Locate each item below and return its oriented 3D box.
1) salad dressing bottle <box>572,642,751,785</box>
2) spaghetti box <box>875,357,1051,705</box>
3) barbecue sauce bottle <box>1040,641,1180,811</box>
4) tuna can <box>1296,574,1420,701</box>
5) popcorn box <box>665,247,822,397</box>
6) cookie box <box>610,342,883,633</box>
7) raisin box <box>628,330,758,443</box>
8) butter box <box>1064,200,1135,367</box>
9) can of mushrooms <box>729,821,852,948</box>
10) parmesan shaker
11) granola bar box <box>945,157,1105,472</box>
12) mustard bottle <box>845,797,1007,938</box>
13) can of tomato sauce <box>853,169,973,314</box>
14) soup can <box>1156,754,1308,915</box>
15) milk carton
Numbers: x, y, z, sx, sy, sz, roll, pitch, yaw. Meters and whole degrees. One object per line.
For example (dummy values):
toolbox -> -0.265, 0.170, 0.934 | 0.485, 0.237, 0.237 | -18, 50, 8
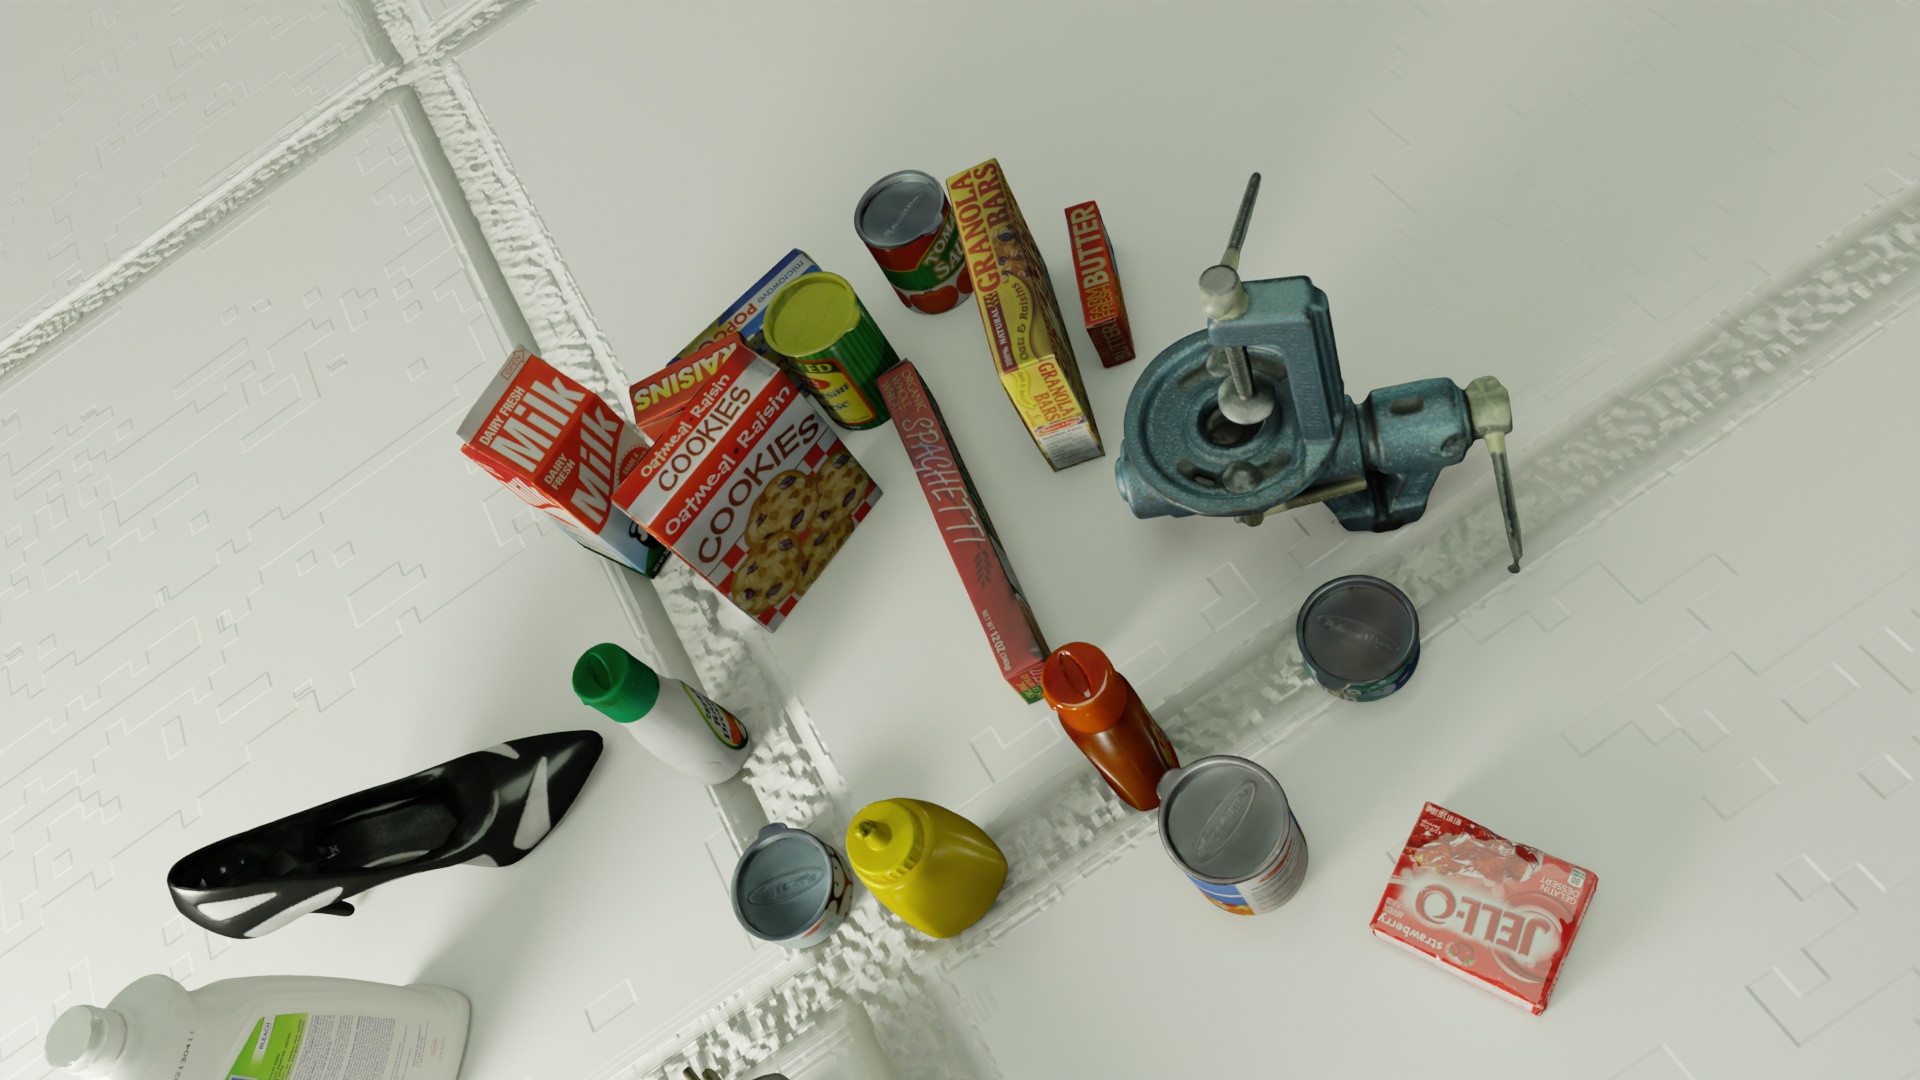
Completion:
salad dressing bottle -> -0.179, 0.105, 0.841 | 0.044, 0.147, 0.064 | -39, 58, -1
spaghetti box -> 0.003, -0.011, 0.889 | 0.028, 0.050, 0.251 | -28, 58, 6
barbecue sauce bottle -> 0.080, 0.098, 0.746 | 0.043, 0.148, 0.065 | -33, 58, 3
tuna can -> 0.223, 0.058, 0.780 | 0.071, 0.032, 0.071 | -9, 62, 17
popcorn box -> -0.135, -0.134, 0.983 | 0.127, 0.085, 0.038 | -43, 58, -4
cookie box -> -0.129, -0.029, 0.879 | 0.040, 0.167, 0.123 | 32, 79, 31
raisin box -> -0.155, -0.078, 0.939 | 0.086, 0.123, 0.040 | -25, 58, 7
butter box -> 0.094, -0.173, 0.936 | 0.024, 0.053, 0.104 | -15, 60, 14
can of mushrooms -> -0.100, 0.205, 0.827 | 0.071, 0.033, 0.071 | -9, 62, 17
parmesan shaker -> -0.080, -0.126, 0.948 | 0.071, 0.102, 0.071 | -9, 62, 17
granola bar box -> 0.041, -0.144, 0.899 | 0.039, 0.124, 0.166 | -20, 59, 11
mustard bottle -> -0.024, 0.169, 0.742 | 0.049, 0.159, 0.065 | 37, 82, 31
can of tomato sauce -> -0.027, -0.209, 0.982 | 0.071, 0.083, 0.071 | -9, 62, 17
soup can -> 0.143, 0.155, 0.731 | 0.071, 0.083, 0.071 | -9, 62, 17
milk carton -> -0.258, -0.053, 0.926 | 0.073, 0.190, 0.072 | 21, 74, 28
